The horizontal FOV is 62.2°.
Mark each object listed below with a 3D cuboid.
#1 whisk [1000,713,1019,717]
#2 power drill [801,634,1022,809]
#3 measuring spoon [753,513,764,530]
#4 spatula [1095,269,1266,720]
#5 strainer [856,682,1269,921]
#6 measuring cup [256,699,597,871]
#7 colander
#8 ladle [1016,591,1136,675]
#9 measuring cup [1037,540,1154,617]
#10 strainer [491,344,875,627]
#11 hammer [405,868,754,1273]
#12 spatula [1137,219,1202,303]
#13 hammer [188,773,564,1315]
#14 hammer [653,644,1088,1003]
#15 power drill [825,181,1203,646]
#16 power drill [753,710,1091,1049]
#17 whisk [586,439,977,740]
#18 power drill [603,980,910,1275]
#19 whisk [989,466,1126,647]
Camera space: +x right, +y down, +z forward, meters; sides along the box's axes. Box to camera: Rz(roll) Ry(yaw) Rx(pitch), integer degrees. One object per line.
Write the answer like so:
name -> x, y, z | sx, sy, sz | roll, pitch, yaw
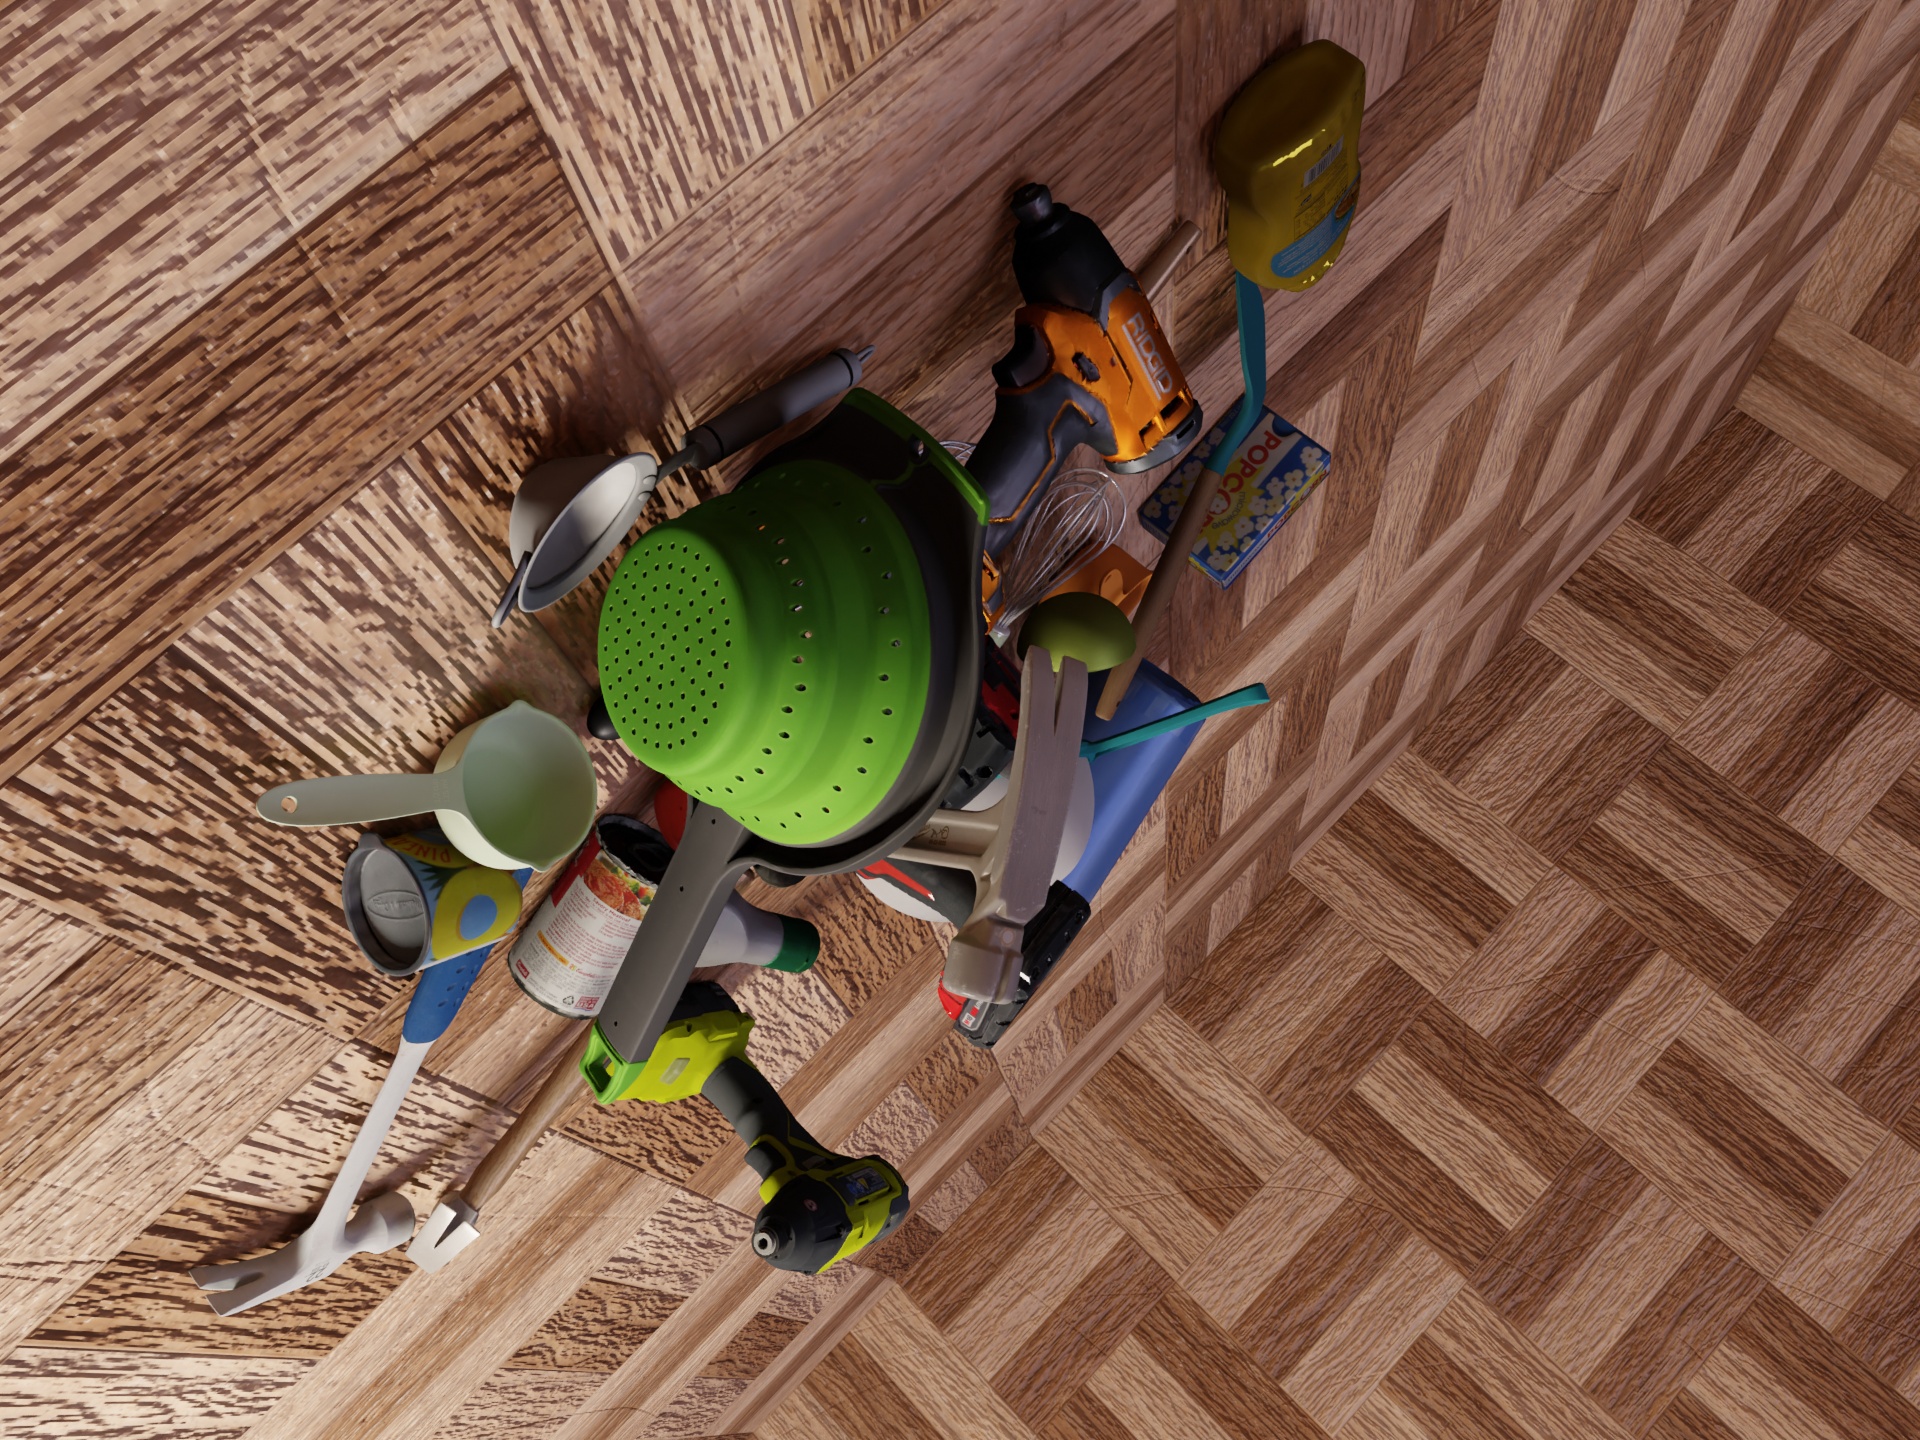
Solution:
whisk -> 0.023, 0.015, 1.190 | 0.055, 0.055, 0.239 | -45, 174, -8
power drill -> -0.002, -0.003, 0.965 | 0.078, 0.143, 0.219 | -41, 173, 14
measuring spoon -> -0.111, -0.094, 0.827 | 0.117, 0.011, 0.021 | -35, 156, -31
spatula -> 0.153, -0.150, 1.092 | 0.317, 0.044, 0.082 | -67, 159, 6
strainer -> 0.074, 0.072, 1.161 | 0.340, 0.095, 0.211 | -21, 170, 12
measuring cup -> -0.246, 0.036, 0.730 | 0.038, 0.083, 0.167 | -16, 172, 41
colander -> -0.129, 0.034, 0.737 | 0.094, 0.205, 0.397 | 0, 126, -47
ladle -> 0.063, -0.022, 1.158 | 0.078, 0.062, 0.320 | -8, 166, -8
measuring cup -> 0.091, -0.097, 1.133 | 0.095, 0.052, 0.173 | -49, 169, -2
strainer -> -0.124, -0.120, 0.718 | 0.258, 0.050, 0.086 | -39, 171, -38
hammer -> -0.249, 0.224, 1.050 | 0.331, 0.031, 0.130 | -51, -175, -4
spatula -> 0.041, -0.176, 0.975 | 0.316, 0.018, 0.059 | -50, 158, 8
hammer -> -0.310, 0.185, 0.893 | 0.144, 0.035, 0.405 | -13, 140, -57
hammer -> -0.066, 0.041, 0.803 | 0.036, 0.359, 0.149 | 17, 82, -32
power drill -> 0.017, -0.155, 0.818 | 0.226, 0.084, 0.164 | -45, 124, -19
power drill -> -0.044, 0.106, 1.019 | 0.080, 0.227, 0.187 | -47, 169, -32
whisk -> -0.083, -0.073, 0.869 | 0.284, 0.070, 0.070 | -35, 156, -18
power drill -> -0.152, 0.290, 1.126 | 0.080, 0.223, 0.171 | -52, 159, 10
whisk -> 0.030, -0.072, 1.101 | 0.246, 0.059, 0.058 | -53, -173, 23
